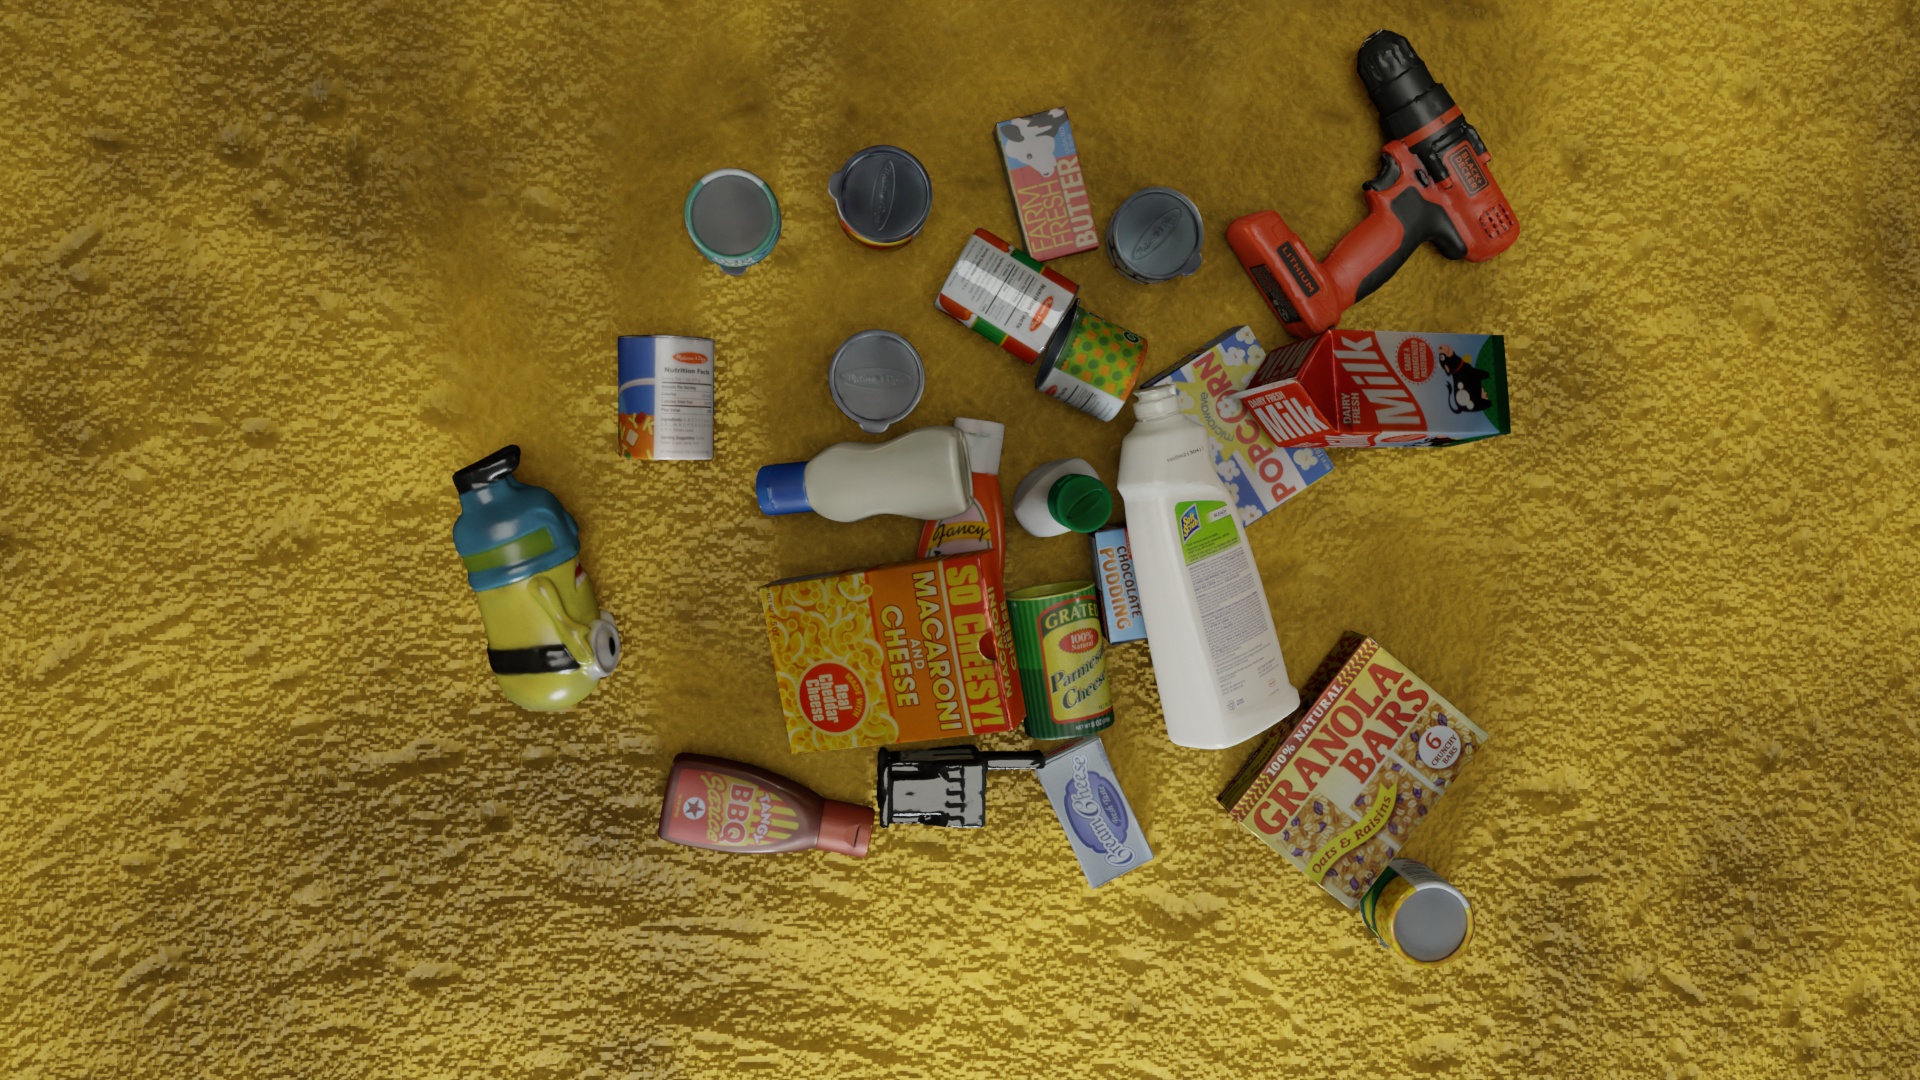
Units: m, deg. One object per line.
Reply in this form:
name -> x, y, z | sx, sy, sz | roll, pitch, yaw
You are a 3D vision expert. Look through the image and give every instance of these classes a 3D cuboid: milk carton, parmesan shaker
milk carton -> 0.285, -0.105, 0.974 | 0.191, 0.072, 0.073 | -1, 85, -20
parmesan shaker -> 0.074, 0.085, 0.998 | 0.071, 0.071, 0.103 | -10, 95, -4

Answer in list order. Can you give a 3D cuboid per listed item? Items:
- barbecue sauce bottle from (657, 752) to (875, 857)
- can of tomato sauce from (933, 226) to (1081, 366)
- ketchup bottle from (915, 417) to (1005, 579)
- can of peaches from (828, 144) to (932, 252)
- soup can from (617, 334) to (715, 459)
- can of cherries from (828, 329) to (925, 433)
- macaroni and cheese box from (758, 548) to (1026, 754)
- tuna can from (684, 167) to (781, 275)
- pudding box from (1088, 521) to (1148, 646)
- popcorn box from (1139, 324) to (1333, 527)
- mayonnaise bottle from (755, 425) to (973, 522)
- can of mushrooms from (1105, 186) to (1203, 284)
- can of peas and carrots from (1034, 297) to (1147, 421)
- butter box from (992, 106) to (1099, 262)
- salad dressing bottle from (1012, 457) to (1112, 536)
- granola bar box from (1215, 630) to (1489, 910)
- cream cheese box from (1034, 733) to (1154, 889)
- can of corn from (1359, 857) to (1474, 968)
barbecue sauce bottle -> -0.137, 0.196, 0.995 | 0.149, 0.043, 0.065 | 12, 92, -6
can of tomato sauce -> 0.032, -0.172, 0.978 | 0.083, 0.071, 0.071 | 30, 91, -3
ketchup bottle -> 0.004, -0.012, 0.996 | 0.065, 0.043, 0.148 | 8, 92, 3
can of peaches -> -0.057, -0.238, 0.970 | 0.071, 0.058, 0.071 | 0, 94, -5
soup can -> -0.205, -0.099, 0.962 | 0.071, 0.071, 0.083 | 1, 94, -5
can of cherries -> -0.061, -0.111, 0.977 | 0.071, 0.058, 0.071 | 0, 94, -6
macaroni and cheese box -> -0.048, 0.078, 0.968 | 0.166, 0.040, 0.123 | -9, 95, 19
tuna can -> -0.159, -0.223, 0.974 | 0.071, 0.033, 0.071 | 0, 93, -5
pudding box -> 0.113, 0.031, 1.005 | 0.030, 0.050, 0.083 | -8, 94, -1
popcorn box -> 0.202, -0.082, 1.012 | 0.085, 0.038, 0.126 | -33, 96, -2
mayonnaise bottle -> -0.068, -0.042, 0.968 | 0.148, 0.041, 0.064 | -5, 101, 15
can of mushrooms -> 0.141, -0.217, 1.002 | 0.071, 0.033, 0.071 | 0, 93, -6
can of peas and carrots -> 0.094, -0.128, 0.986 | 0.059, 0.071, 0.071 | 25, 91, -7
butter box -> 0.062, -0.253, 0.997 | 0.053, 0.024, 0.103 | -15, 94, -4
salad dressing bottle -> 0.071, -0.028, 0.949 | 0.064, 0.148, 0.044 | -39, 96, -1
granola bar box -> 0.291, 0.169, 1.035 | 0.124, 0.039, 0.165 | 38, 90, -7
cream cheese box -> 0.098, 0.199, 1.026 | 0.053, 0.024, 0.103 | -25, 95, -3
can of corn -> 0.340, 0.280, 1.036 | 0.071, 0.058, 0.071 | 0, 93, -5
